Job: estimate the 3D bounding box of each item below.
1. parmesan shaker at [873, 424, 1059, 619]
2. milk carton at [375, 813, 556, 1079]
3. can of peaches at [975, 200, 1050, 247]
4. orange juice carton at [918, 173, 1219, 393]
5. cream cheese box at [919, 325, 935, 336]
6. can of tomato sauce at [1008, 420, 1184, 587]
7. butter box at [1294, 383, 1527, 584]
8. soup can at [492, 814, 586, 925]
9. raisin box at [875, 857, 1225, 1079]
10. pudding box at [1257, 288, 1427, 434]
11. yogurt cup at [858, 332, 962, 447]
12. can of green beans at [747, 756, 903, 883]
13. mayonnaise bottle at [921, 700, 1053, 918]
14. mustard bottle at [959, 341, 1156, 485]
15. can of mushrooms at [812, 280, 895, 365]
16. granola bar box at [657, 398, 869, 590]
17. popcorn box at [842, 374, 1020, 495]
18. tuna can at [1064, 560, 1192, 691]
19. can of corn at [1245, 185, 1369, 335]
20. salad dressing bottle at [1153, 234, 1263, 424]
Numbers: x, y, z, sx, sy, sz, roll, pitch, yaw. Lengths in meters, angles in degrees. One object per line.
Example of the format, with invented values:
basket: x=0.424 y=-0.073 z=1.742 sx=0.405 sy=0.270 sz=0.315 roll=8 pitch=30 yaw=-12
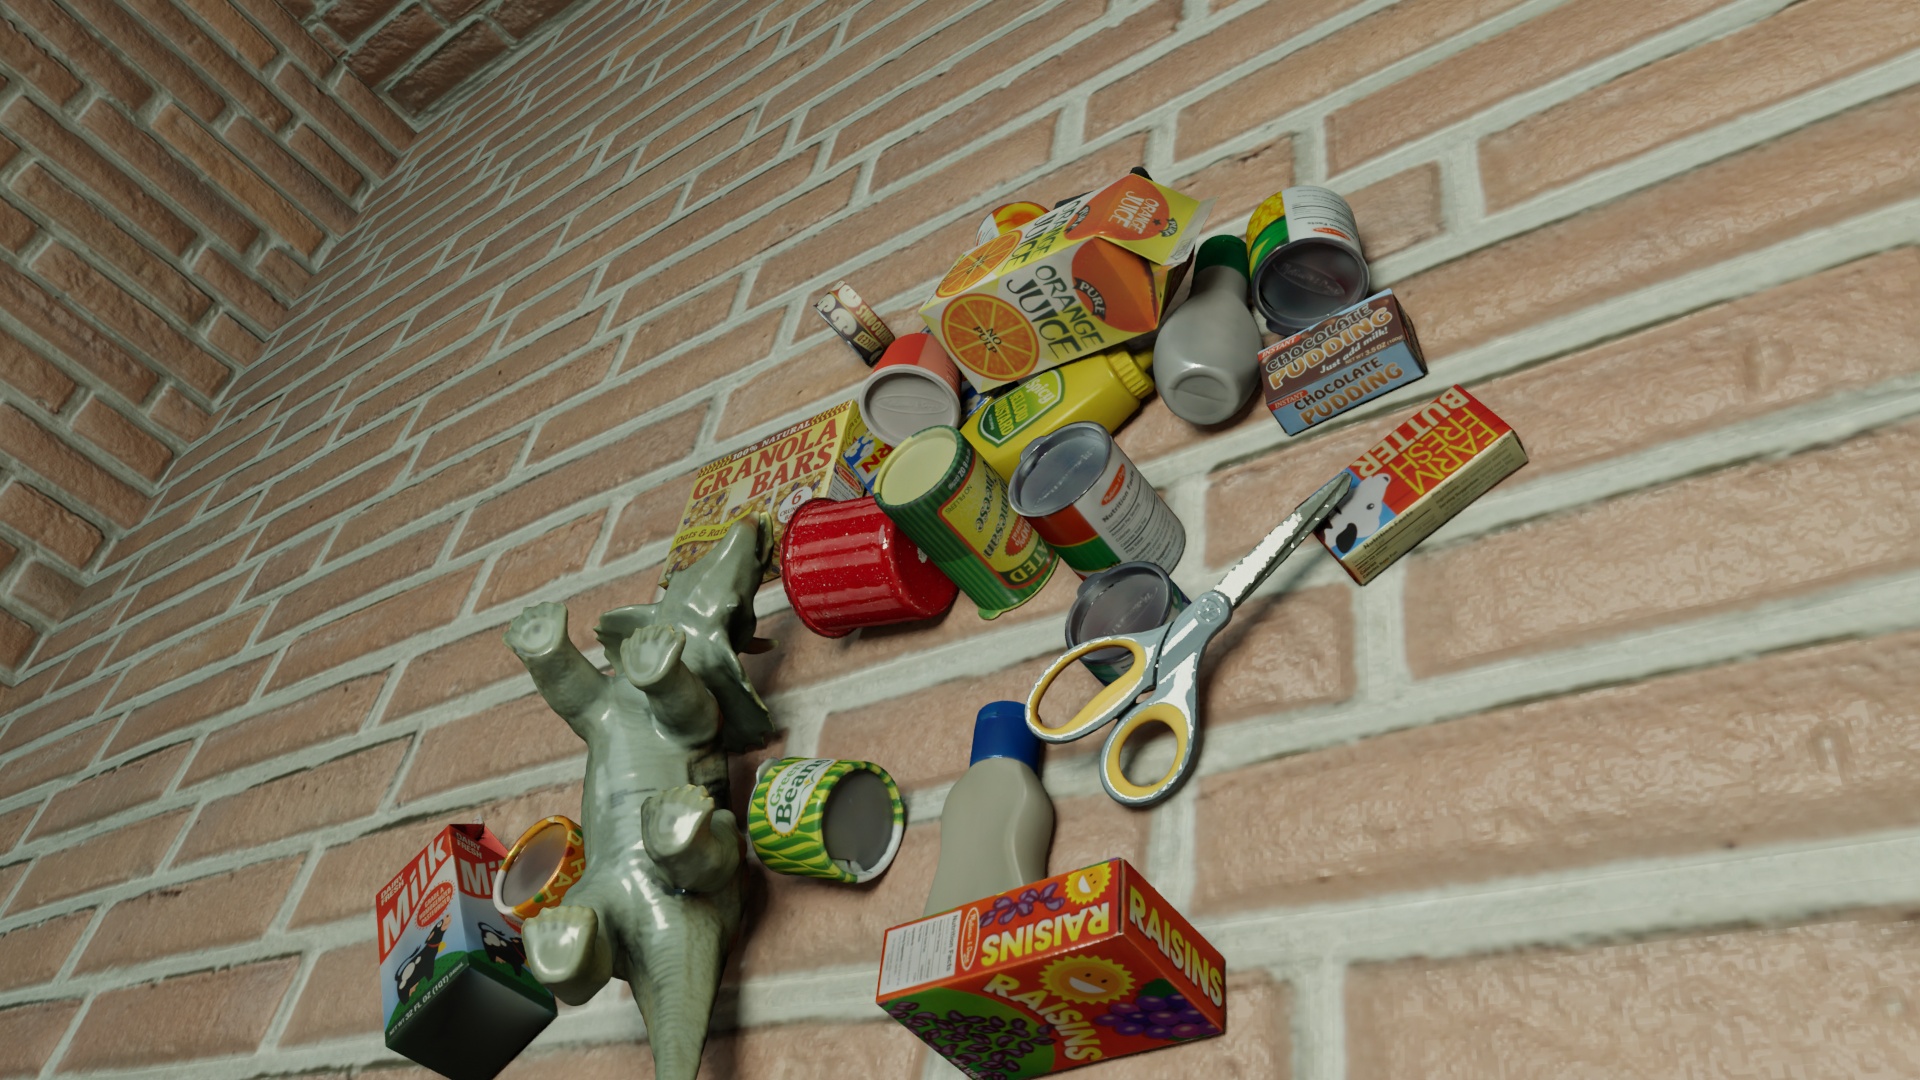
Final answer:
parmesan shaker: x=0.003 y=-0.010 z=0.829 sx=0.071 sy=0.103 sz=0.072 roll=-27 pitch=38 yaw=24
milk carton: x=-0.330 y=0.257 z=0.914 sx=0.072 sy=0.073 sz=0.191 roll=-45 pitch=34 yaw=-1
can of peaches: x=0.050 y=-0.209 z=1.028 sx=0.071 sy=0.071 sz=0.058 roll=-33 pitch=35 yaw=16
orange juice carton: x=0.073 y=-0.163 z=0.868 sx=0.192 sy=0.073 sz=0.072 roll=-15 pitch=33 yaw=43
cream cheese box: x=-0.018 y=-0.150 z=1.031 sx=0.053 sy=0.024 sz=0.104 roll=-35 pitch=11 yaw=40
can of tomato sauce: x=0.076 y=-0.016 z=0.777 sx=0.071 sy=0.083 sz=0.071 roll=-28 pitch=37 yaw=23
butter box: x=0.223 y=-0.028 z=0.691 sx=0.103 sy=0.024 sz=0.053 roll=-39 pitch=35 yaw=8
soup can: x=-0.229 y=0.213 z=0.847 sx=0.071 sy=0.083 sz=0.072 roll=-27 pitch=37 yaw=23
raisin box: x=0.039 y=0.188 z=0.595 sx=0.123 sy=0.086 sz=0.040 roll=-24 pitch=34 yaw=27
pudding box: x=0.211 y=-0.099 z=0.774 sx=0.083 sy=0.030 sz=0.050 roll=-25 pitch=38 yaw=26
yogurt cup: x=-0.029 y=-0.102 z=0.927 sx=0.072 sy=0.072 sz=0.054 roll=-23 pitch=32 yaw=28
can of green beans: x=-0.074 y=0.153 z=0.766 sx=0.057 sy=0.071 sz=0.071 roll=-6 pitch=49 yaw=42
mayonnaise bottle: x=0.018 y=0.150 z=0.699 sx=0.064 sy=0.041 sz=0.149 roll=-20 pitch=39 yaw=29
mustard bottle: x=0.072 y=-0.087 z=0.888 sx=0.160 sy=0.048 sz=0.065 roll=-33 pitch=38 yaw=16
can of mushrooms: x=-0.085 y=-0.176 z=1.132 sx=0.033 sy=0.071 sz=0.071 roll=-43 pitch=34 yaw=1
granola bar box: x=-0.144 y=-0.026 z=1.055 sx=0.165 sy=0.039 sz=0.125 roll=-20 pitch=41 yaw=31
popcorn box: x=-0.016 y=-0.075 z=0.976 sx=0.126 sy=0.038 sz=0.085 roll=-43 pitch=33 yaw=2
tuna can: x=0.091 y=0.045 z=0.741 sx=0.071 sy=0.032 sz=0.071 roll=-27 pitch=37 yaw=23
can of corn: x=0.203 y=-0.166 z=0.824 sx=0.071 sy=0.071 sz=0.058 roll=-24 pitch=38 yaw=27
salad dressing bottle: x=0.155 y=-0.133 z=0.849 sx=0.064 sy=0.043 sz=0.148 roll=15 pitch=46 yaw=4
